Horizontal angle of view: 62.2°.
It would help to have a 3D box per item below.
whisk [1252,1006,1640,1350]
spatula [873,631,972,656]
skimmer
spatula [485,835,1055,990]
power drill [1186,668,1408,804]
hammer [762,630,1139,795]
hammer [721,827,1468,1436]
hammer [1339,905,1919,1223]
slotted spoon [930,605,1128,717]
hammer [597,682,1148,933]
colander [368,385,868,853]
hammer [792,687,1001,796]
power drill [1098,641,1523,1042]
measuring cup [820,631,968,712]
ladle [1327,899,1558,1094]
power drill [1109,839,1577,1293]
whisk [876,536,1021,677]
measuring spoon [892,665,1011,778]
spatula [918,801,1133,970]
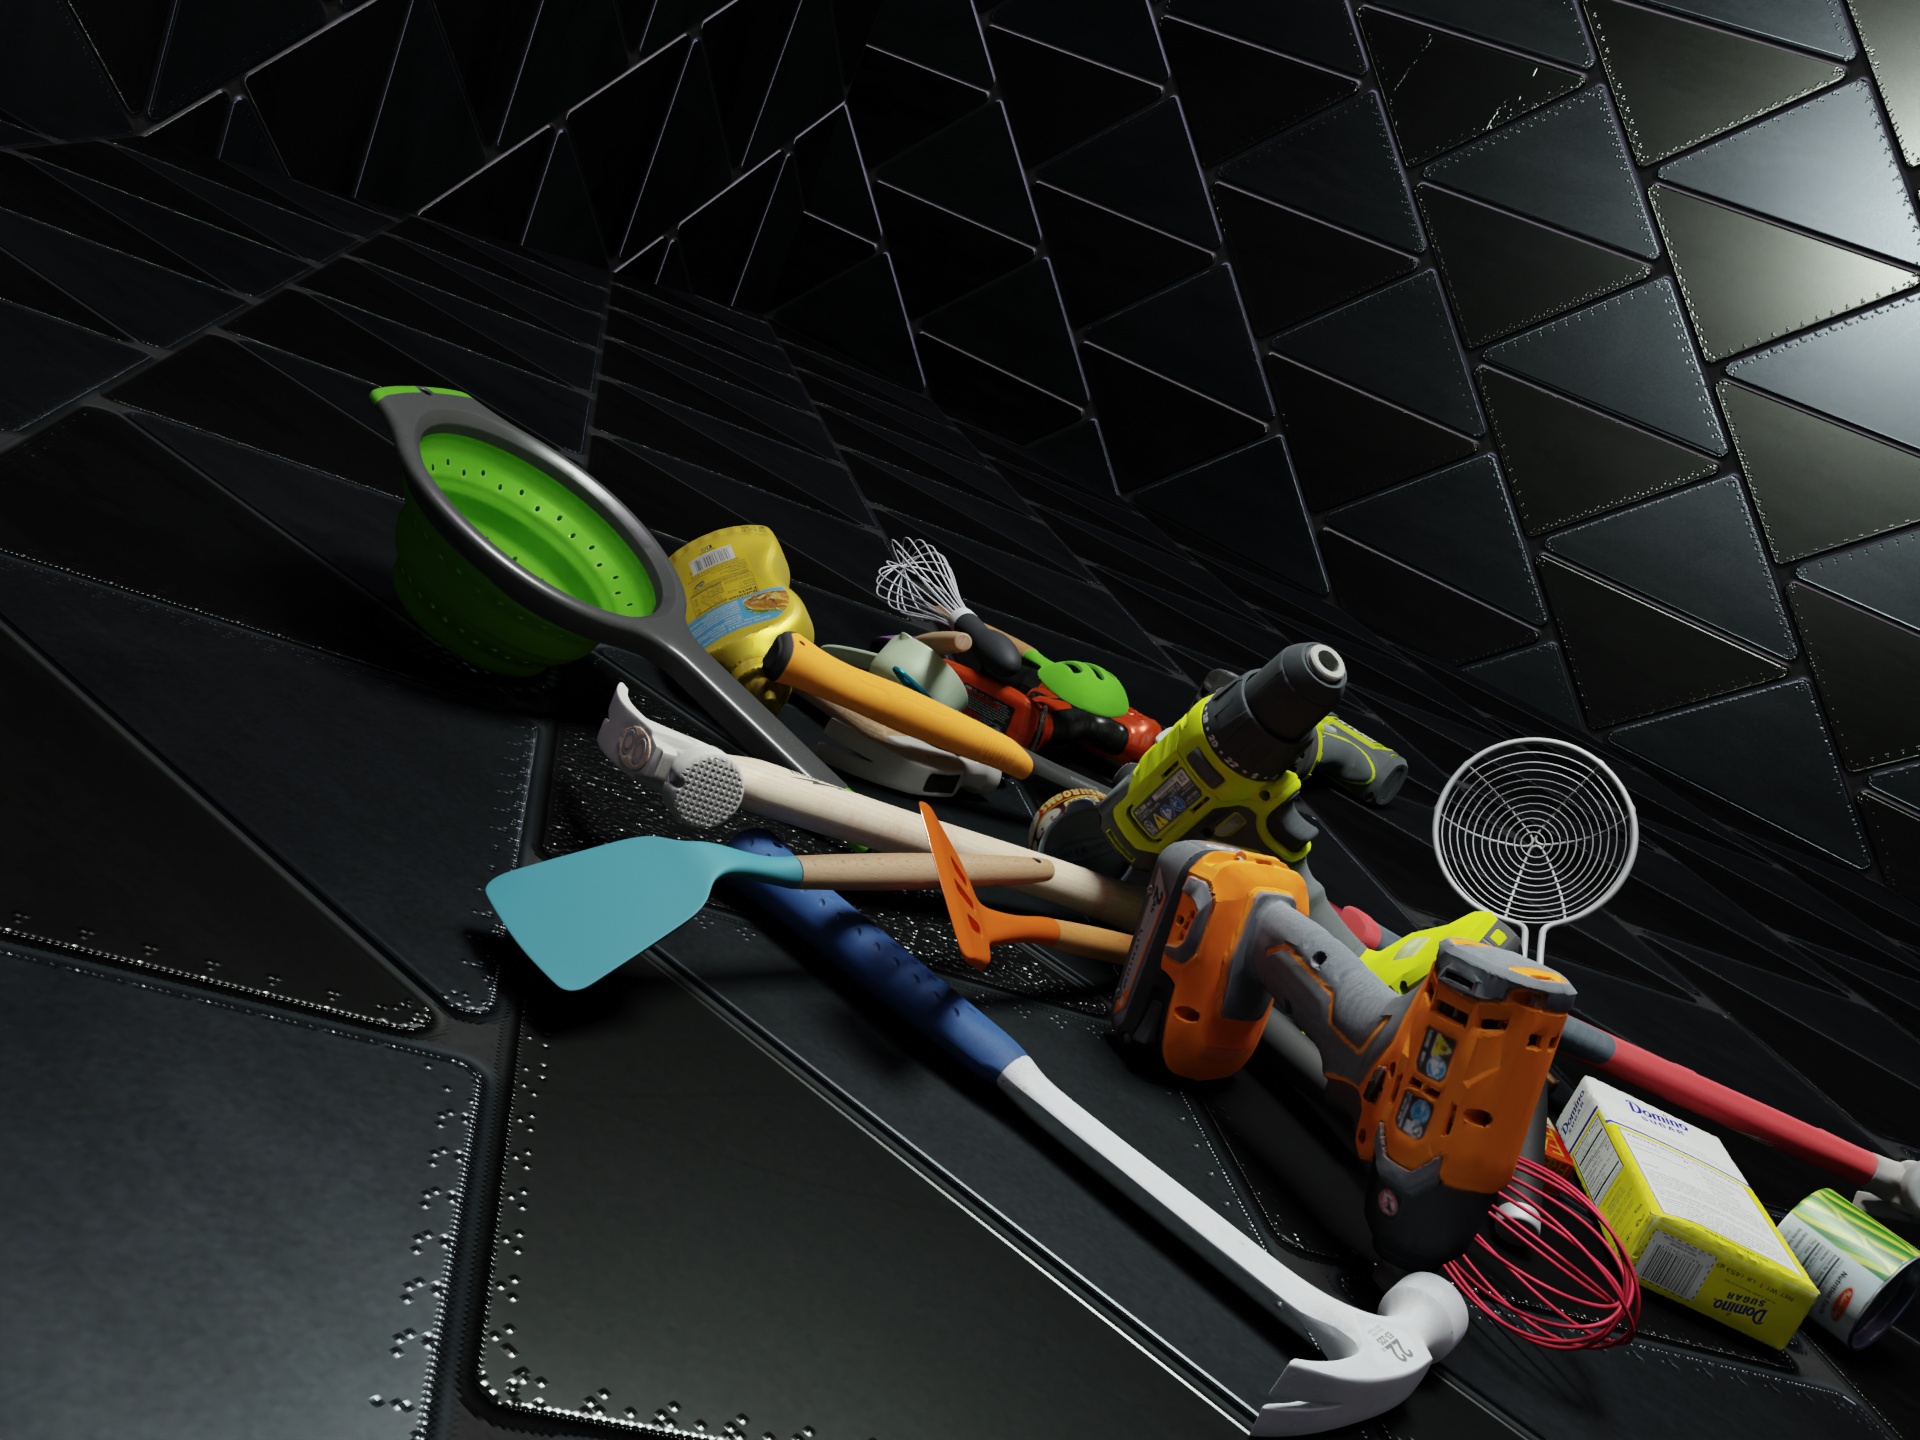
[{"bbox_3d":[0.222,0.214,0.809,0.073,0.073,0.296,13,13,-33],"label":"whisk"},{"bbox_3d":[-0.024,-0.059,1.253,0.059,0.018,0.316,16,-1,-10],"label":"spatula"},{"bbox_3d":[0.335,0.142,0.941,0.127,0.090,0.363,0,31,22],"label":"skimmer"},{"bbox_3d":[-0.066,0.081,0.765,0.317,0.044,0.082,5,24,-46],"label":"spatula"},{"bbox_3d":[0.323,0.015,1.568,0.171,0.080,0.223,36,16,35],"label":"power drill"},{"bbox_3d":[0.019,0.022,1.075,0.336,0.034,0.127,24,23,-27],"label":"hammer"},{"bbox_3d":[0.030,0.166,0.725,0.406,0.035,0.144,33,18,30],"label":"hammer"},{"bbox_3d":[0.420,0.218,1.020,0.386,0.038,0.143,24,-9,15],"label":"hammer"},{"bbox_3d":[0.043,-0.057,1.289,0.070,0.031,0.314,7,12,-27],"label":"slotted spoon"},{"bbox_3d":[-0.010,0.069,0.913,0.410,0.038,0.146,21,5,-34],"label":"hammer"},{"bbox_3d":[-0.218,-0.038,0.971,0.397,0.094,0.204,44,17,4],"label":"colander"},{"bbox_3d":[-0.124,-0.035,1.166,0.332,0.031,0.130,35,19,34],"label":"hammer"},{"bbox_3d":[0.201,0.080,0.895,0.080,0.190,0.228,-31,77,-43],"label":"power drill"},{"bbox_3d":[-0.065,-0.031,1.222,0.168,0.038,0.083,14,-35,46],"label":"measuring cup"},{"bbox_3d":[0.297,0.163,1.140,0.069,0.031,0.316,9,23,-44],"label":"ladle"},{"bbox_3d":[0.175,0.161,0.777,0.084,0.164,0.227,12,7,-36],"label":"power drill"},{"bbox_3d":[-0.007,-0.089,1.313,0.070,0.070,0.285,16,15,-26],"label":"whisk"},{"bbox_3d":[-0.002,-0.004,1.153,0.128,0.021,0.042,45,-15,-28],"label":"measuring spoon"},{"bbox_3d":[0.068,0.114,0.856,0.322,0.041,0.081,21,45,-51],"label":"spatula"}]
